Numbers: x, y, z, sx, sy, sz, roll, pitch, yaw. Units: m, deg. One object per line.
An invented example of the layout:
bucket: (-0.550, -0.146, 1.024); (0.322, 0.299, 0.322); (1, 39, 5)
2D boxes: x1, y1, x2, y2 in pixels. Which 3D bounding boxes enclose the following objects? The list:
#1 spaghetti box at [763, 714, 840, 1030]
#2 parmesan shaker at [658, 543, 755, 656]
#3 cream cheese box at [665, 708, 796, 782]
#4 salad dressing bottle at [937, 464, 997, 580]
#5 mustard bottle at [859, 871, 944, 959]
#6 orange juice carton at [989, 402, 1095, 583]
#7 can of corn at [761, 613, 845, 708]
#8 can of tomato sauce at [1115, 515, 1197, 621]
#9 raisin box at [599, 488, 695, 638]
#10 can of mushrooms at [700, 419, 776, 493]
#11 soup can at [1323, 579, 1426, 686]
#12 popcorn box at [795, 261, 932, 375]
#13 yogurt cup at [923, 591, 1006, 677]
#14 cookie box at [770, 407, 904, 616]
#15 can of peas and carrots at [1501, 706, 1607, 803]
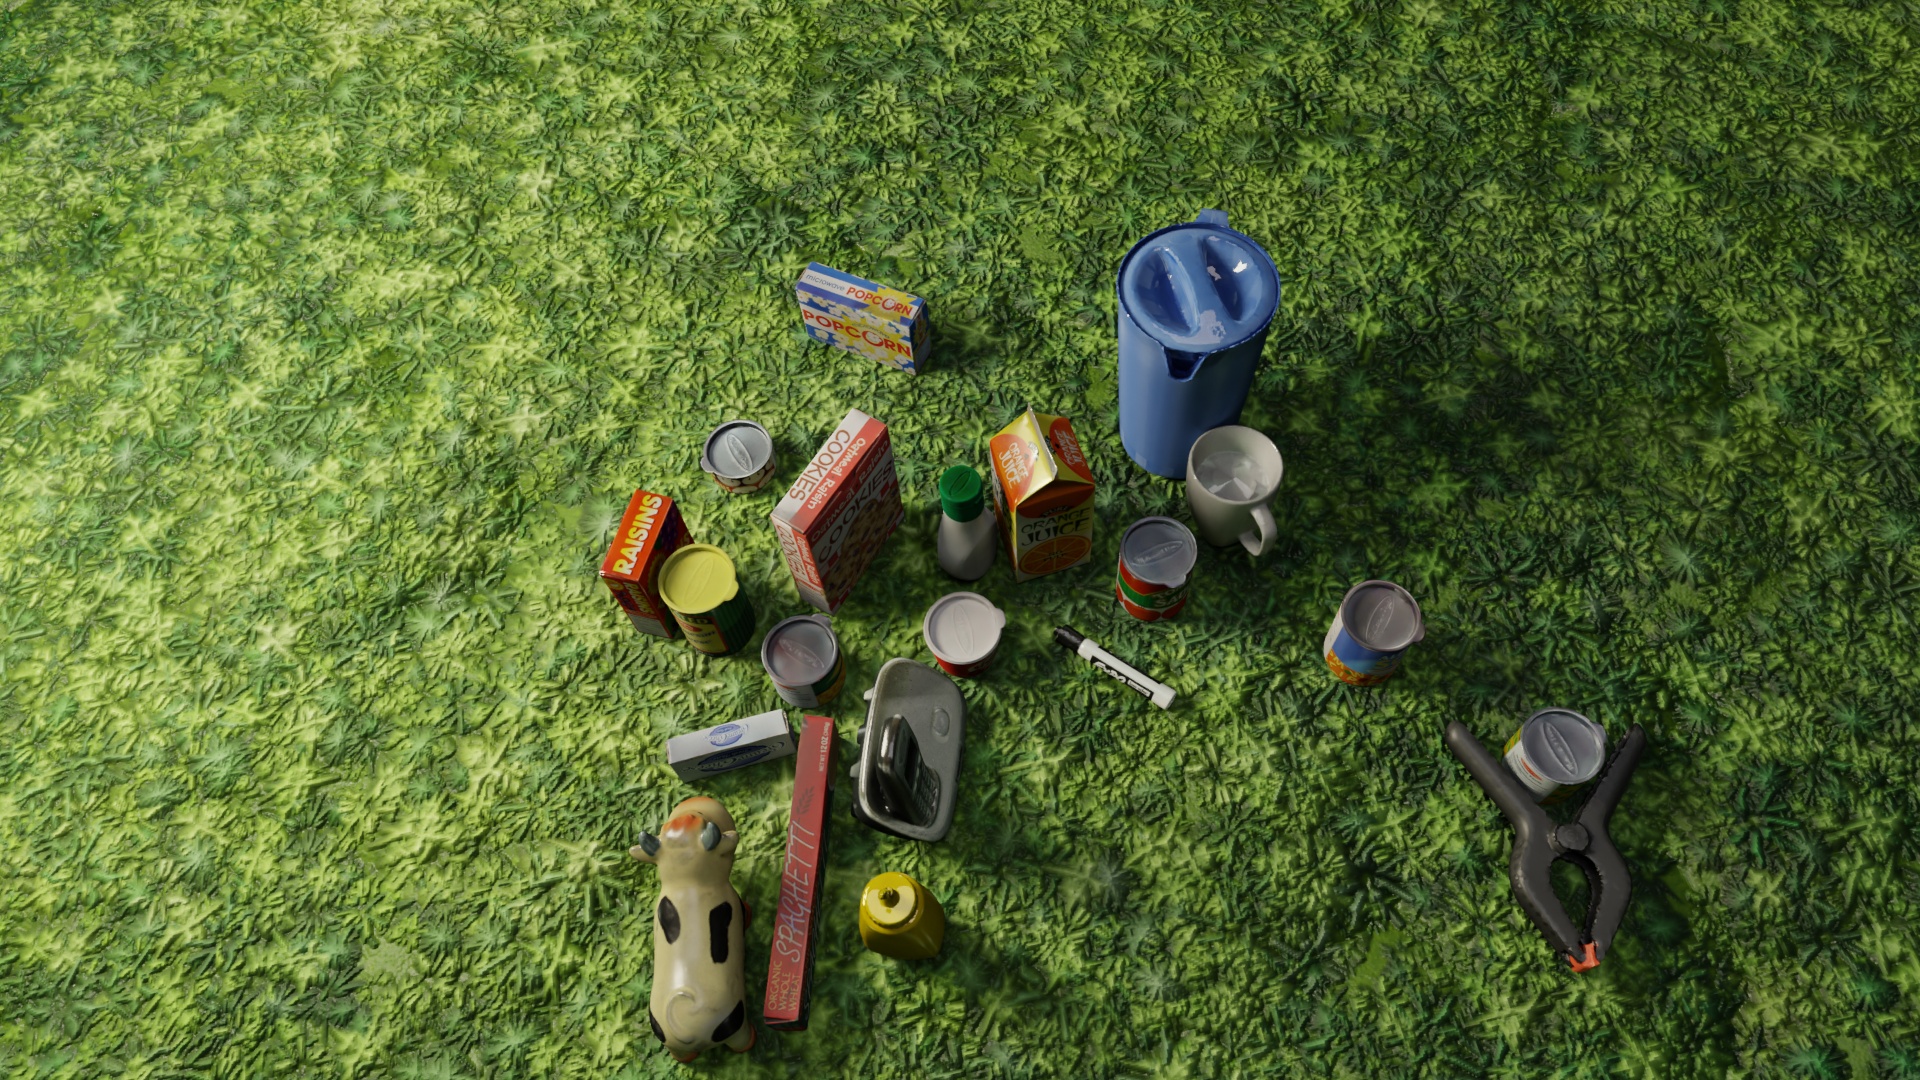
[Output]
spaghetti box: (-0.128, 0.269, 1.138); (0.029, 0.050, 0.251); (2, 63, 4)
parmesan shaker: (-0.219, 0.056, 1.224); (0.071, 0.102, 0.071); (-1, 63, 3)
cream cheese box: (-0.195, 0.176, 1.188); (0.104, 0.053, 0.024); (-15, 63, -5)
salad dressing bottle: (0.004, -0.015, 1.224); (0.044, 0.147, 0.064); (32, 69, 18)
mustard bottle: (-0.047, 0.285, 1.063); (0.065, 0.159, 0.049); (4, 63, 5)
orange juice carton: (0.071, -0.042, 1.209); (0.073, 0.191, 0.072); (-16, 63, -5)
can of corn: (-0.135, 0.105, 1.219); (0.071, 0.058, 0.071); (-1, 63, 3)
can of tomato sauce: (0.173, 0.028, 1.229); (0.071, 0.082, 0.071); (-1, 63, 3)
raisin box: (-0.272, 0.022, 1.233); (0.040, 0.123, 0.086); (13, 64, 10)
can of mushrooms: (-0.213, -0.079, 1.333); (0.071, 0.033, 0.071); (-1, 63, 2)
soup can: (0.354, 0.082, 1.190); (0.071, 0.083, 0.071); (-1, 63, 3)
popcorn box: (-0.095, -0.219, 1.370); (0.127, 0.085, 0.038); (21, 66, 13)
yogurt cup: (0.003, 0.086, 1.224); (0.072, 0.053, 0.073); (-1, 63, 2)
cookie box: (-0.103, -0.022, 1.222); (0.040, 0.166, 0.123); (28, 68, 16)
can of peas and carrots: (0.491, 0.177, 1.148); (0.071, 0.058, 0.071); (-1, 63, 3)
